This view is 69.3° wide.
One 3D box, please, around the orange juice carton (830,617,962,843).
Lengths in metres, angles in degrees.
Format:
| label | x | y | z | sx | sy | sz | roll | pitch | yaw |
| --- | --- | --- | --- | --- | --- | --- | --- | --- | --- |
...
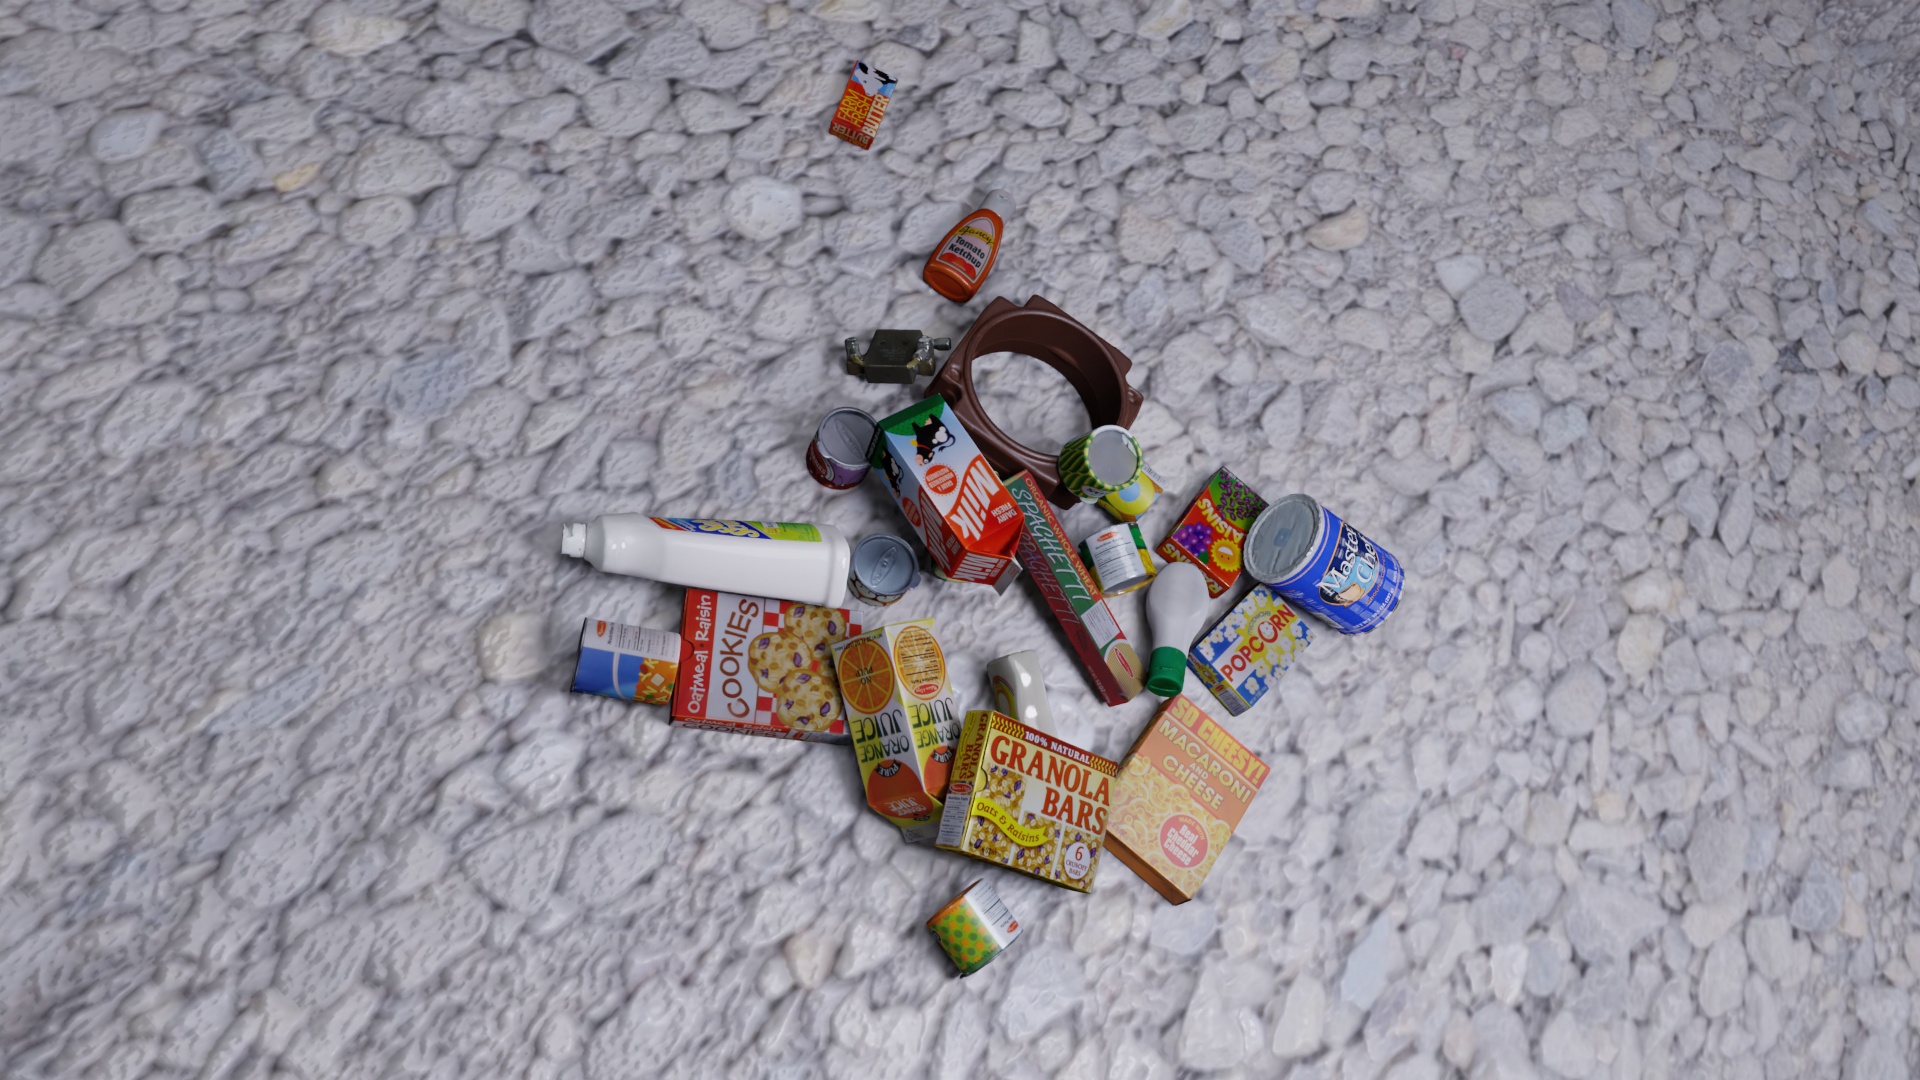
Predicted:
| label | x | y | z | sx | sy | sz | roll | pitch | yaw |
| --- | --- | --- | --- | --- | --- | --- | --- | --- | --- |
| orange juice carton | -0.048 | 0.173 | 1.253 | 0.073 | 0.071 | 0.193 | -4 | 77 | -51 |

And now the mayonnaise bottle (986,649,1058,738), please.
| label | x | y | z | sx | sy | sz | roll | pitch | yaw |
| --- | --- | --- | --- | --- | --- | --- | --- | --- | --- |
| mayonnaise bottle | 0.066 | 0.181 | 1.322 | 0.041 | 0.064 | 0.148 | -10 | 80 | -25 |

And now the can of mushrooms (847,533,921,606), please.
| label | x | y | z | sx | sy | sz | roll | pitch | yaw |
| --- | --- | --- | --- | --- | --- | --- | --- | --- | --- |
| can of mushrooms | -0.075 | 0.030 | 1.356 | 0.071 | 0.033 | 0.071 | 9 | 63 | -17 |

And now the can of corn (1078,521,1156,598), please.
| label | x | y | z | sx | sy | sz | roll | pitch | yaw |
| --- | --- | --- | --- | --- | --- | --- | --- | --- | --- |
| can of corn | 0.163 | 0.021 | 1.433 | 0.071 | 0.071 | 0.058 | -11 | 72 | -25 |

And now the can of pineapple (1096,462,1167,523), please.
| label | x | y | z | sx | sy | sz | roll | pitch | yaw |
| --- | --- | --- | --- | --- | --- | --- | --- | --- | --- |
| can of pineapple | 0.176 | -0.054 | 1.472 | 0.058 | 0.070 | 0.071 | 41 | 59 | 1 |

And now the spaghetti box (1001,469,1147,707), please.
| label | x | y | z | sx | sy | sz | roll | pitch | yaw |
| --- | --- | --- | --- | --- | --- | --- | --- | --- | --- |
| spaghetti box | 0.108 | 0.047 | 1.383 | 0.050 | 0.028 | 0.250 | -33 | 93 | -48 |

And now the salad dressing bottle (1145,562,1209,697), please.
| label | x | y | z | sx | sy | sz | roll | pitch | yaw |
| --- | --- | --- | --- | --- | --- | --- | --- | --- | --- |
| salad dressing bottle | 0.217 | 0.090 | 1.415 | 0.064 | 0.043 | 0.148 | 9 | 50 | 10 |

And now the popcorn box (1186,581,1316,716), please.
| label | x | y | z | sx | sy | sz | roll | pitch | yaw |
| --- | --- | --- | --- | --- | --- | --- | --- | --- | --- |
| popcorn box | 0.303 | 0.112 | 1.457 | 0.085 | 0.038 | 0.127 | 47 | 59 | 6 |

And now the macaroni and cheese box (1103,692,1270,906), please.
| label | x | y | z | sx | sy | sz | roll | pitch | yaw |
| --- | --- | --- | --- | --- | --- | --- | --- | --- | --- |
| macaroni and cheese box | 0.211 | 0.250 | 1.357 | 0.124 | 0.040 | 0.167 | 40 | 59 | 1 |

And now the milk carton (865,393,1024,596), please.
| label | x | y | z | sx | sy | sz | roll | pitch | yaw |
| --- | --- | --- | --- | --- | --- | --- | --- | --- | --- |
| milk carton | -0.005 | -0.036 | 1.315 | 0.074 | 0.072 | 0.191 | -28 | 76 | -25 |

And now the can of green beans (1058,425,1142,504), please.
| label | x | y | z | sx | sy | sz | roll | pitch | yaw |
| --- | --- | --- | --- | --- | --- | --- | --- | --- | --- |
| can of green beans | 0.139 | -0.077 | 1.380 | 0.071 | 0.057 | 0.071 | 3 | 82 | -22 |

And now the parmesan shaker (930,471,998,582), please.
| label | x | y | z | sx | sy | sz | roll | pitch | yaw |
| --- | --- | --- | --- | --- | --- | --- | --- | --- | --- |
| parmesan shaker | 0.005 | -0.017 | 1.387 | 0.071 | 0.071 | 0.103 | 7 | 64 | -18 |

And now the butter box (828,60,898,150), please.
| label | x | y | z | sx | sy | sz | roll | pitch | yaw |
| --- | --- | --- | --- | --- | --- | --- | --- | --- | --- |
| butter box | -0.112 | -0.501 | 1.596 | 0.053 | 0.024 | 0.104 | 22 | 60 | -10 |

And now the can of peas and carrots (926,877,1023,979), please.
| label | x | y | z | sx | sy | sz | roll | pitch | yaw |
| --- | --- | --- | --- | --- | --- | --- | --- | --- | --- |
| can of peas and carrots | 0.010 | 0.342 | 1.225 | 0.071 | 0.070 | 0.059 | -33 | 81 | -30 |

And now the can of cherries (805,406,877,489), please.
| label | x | y | z | sx | sy | sz | roll | pitch | yaw |
| --- | --- | --- | --- | --- | --- | --- | --- | --- | --- |
| can of cherries | -0.118 | -0.090 | 1.382 | 0.071 | 0.058 | 0.072 | 8 | 65 | -18 |

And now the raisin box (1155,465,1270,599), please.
| label | x | y | z | sx | sy | sz | roll | pitch | yaw |
| --- | --- | --- | --- | --- | --- | --- | --- | --- | --- |
| raisin box | 0.279 | -0.009 | 1.505 | 0.086 | 0.040 | 0.124 | 40 | 58 | 0 |

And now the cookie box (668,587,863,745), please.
| label | x | y | z | sx | sy | sz | roll | pitch | yaw |
| --- | --- | --- | --- | --- | --- | --- | --- | --- | --- |
| cookie box | -0.176 | 0.116 | 1.273 | 0.167 | 0.040 | 0.123 | 9 | 64 | -17 |

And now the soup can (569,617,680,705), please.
| label | x | y | z | sx | sy | sz | roll | pitch | yaw |
| --- | --- | --- | --- | --- | --- | --- | --- | --- | --- |
| soup can | -0.295 | 0.109 | 1.220 | 0.084 | 0.071 | 0.071 | 12 | 63 | -16 |

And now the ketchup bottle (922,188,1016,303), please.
| label | x | y | z | sx | sy | sz | roll | pitch | yaw |
| --- | --- | --- | --- | --- | --- | --- | --- | --- | --- |
| ketchup bottle | 0.016 | -0.334 | 1.556 | 0.065 | 0.043 | 0.149 | 32 | 59 | -4 |

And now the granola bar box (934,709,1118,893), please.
| label | x | y | z | sx | sy | sz | roll | pitch | yaw |
| --- | --- | --- | --- | --- | --- | --- | --- | --- | --- |
| granola bar box | 0.063 | 0.236 | 1.246 | 0.165 | 0.039 | 0.124 | 27 | 68 | -35 |
